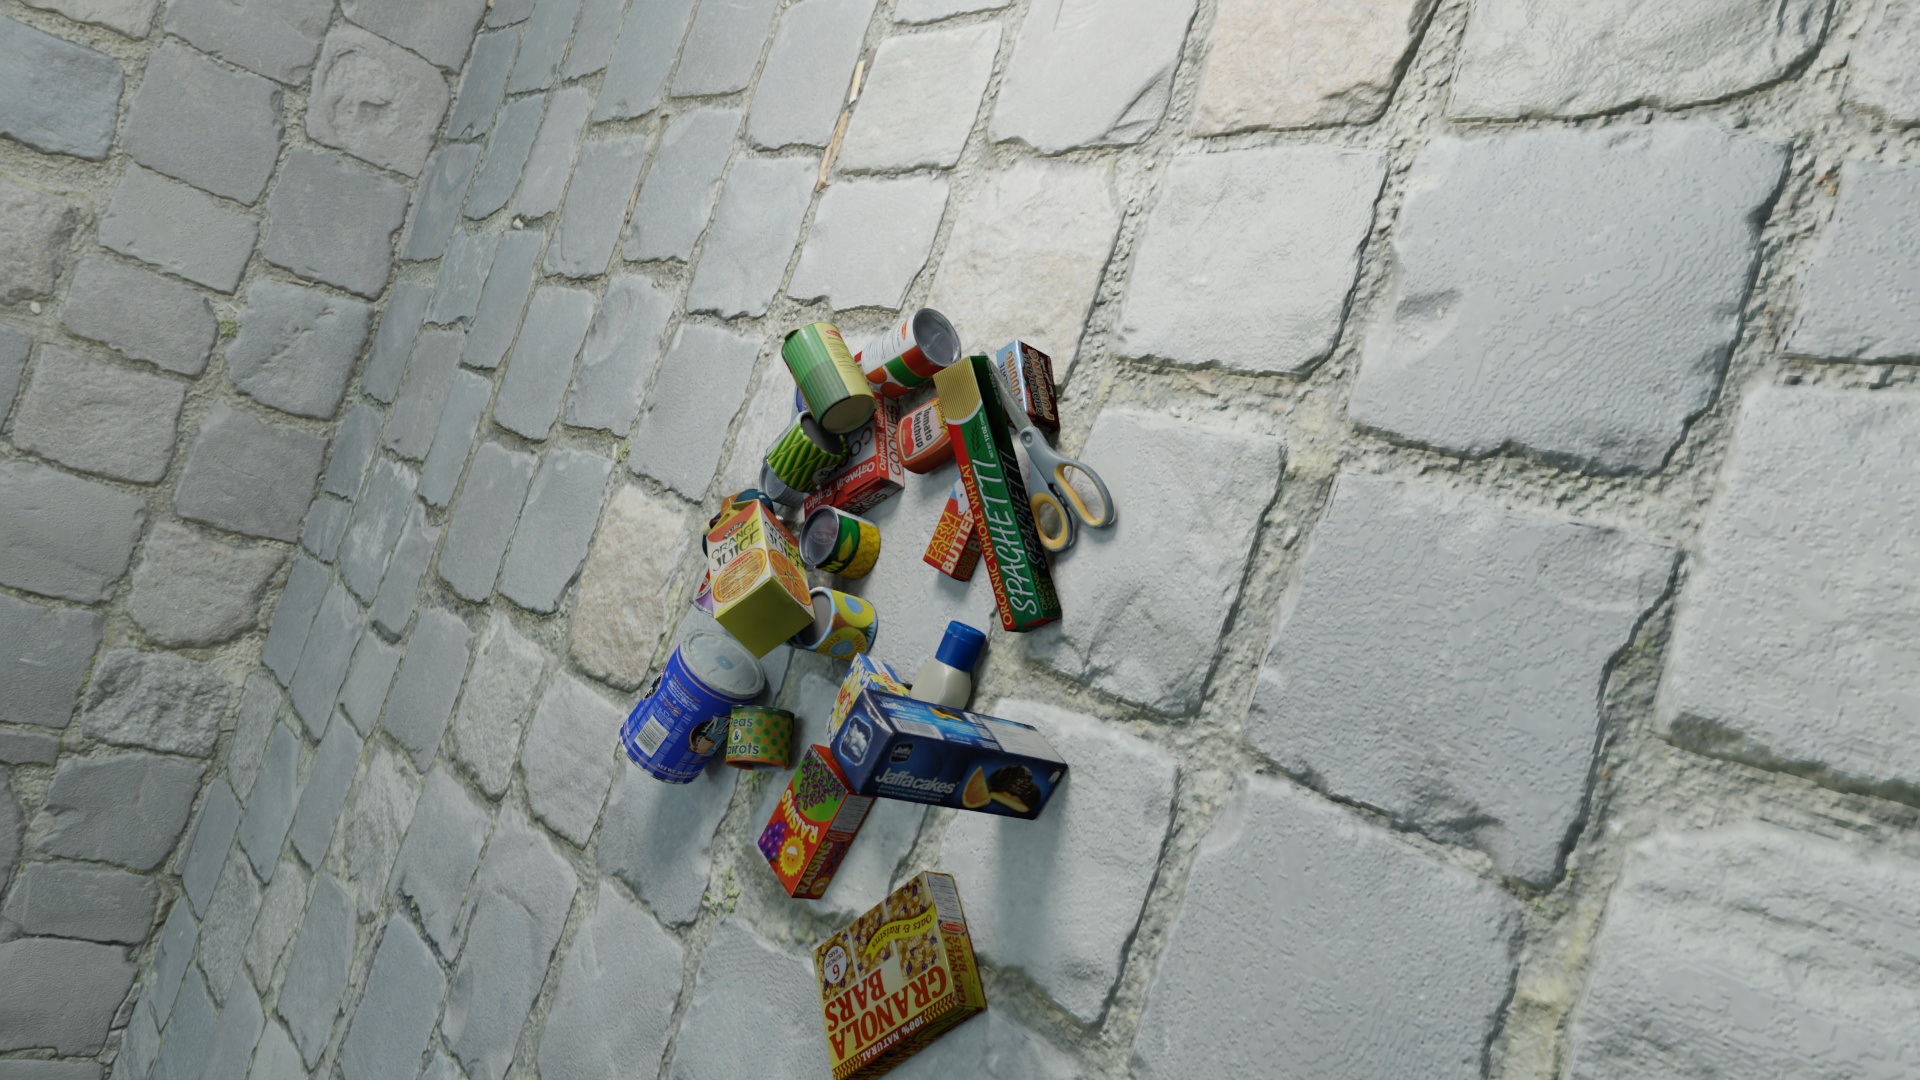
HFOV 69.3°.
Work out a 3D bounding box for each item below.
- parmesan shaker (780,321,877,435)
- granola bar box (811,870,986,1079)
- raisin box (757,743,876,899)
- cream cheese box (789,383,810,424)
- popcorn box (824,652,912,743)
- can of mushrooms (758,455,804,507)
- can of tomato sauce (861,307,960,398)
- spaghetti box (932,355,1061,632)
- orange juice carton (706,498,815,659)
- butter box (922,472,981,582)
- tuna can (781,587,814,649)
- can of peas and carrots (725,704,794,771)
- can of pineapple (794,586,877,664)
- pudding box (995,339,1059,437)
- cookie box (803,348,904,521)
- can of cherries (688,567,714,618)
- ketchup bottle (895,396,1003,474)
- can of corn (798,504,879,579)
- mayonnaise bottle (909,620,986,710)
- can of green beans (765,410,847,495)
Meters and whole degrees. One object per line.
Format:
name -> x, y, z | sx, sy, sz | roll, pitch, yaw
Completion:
parmesan shaker -> -0.138, -0.167, 1.437 | 0.071, 0.071, 0.103 | -44, 59, 28
granola bar box -> -0.057, 0.384, 1.215 | 0.165, 0.039, 0.125 | -42, 46, 29
raisin box -> -0.142, 0.275, 1.358 | 0.086, 0.040, 0.123 | 41, 106, 48
cream cheese box -> -0.157, -0.163, 1.508 | 0.053, 0.024, 0.104 | -16, 61, 45
popcorn box -> -0.089, 0.165, 1.310 | 0.085, 0.038, 0.127 | -66, 16, 3
can of mushrooms -> -0.197, -0.074, 1.572 | 0.071, 0.033, 0.071 | -21, 60, 43
can of tomato sauce -> -0.050, -0.191, 1.432 | 0.083, 0.071, 0.071 | -25, 57, 41
spaghetti box -> 0.032, -0.042, 1.240 | 0.050, 0.029, 0.250 | -24, 77, 41
orange juice carton -> -0.209, 0.027, 1.422 | 0.073, 0.071, 0.193 | -35, 33, 9
butter box -> 0.005, -0.017, 1.326 | 0.053, 0.024, 0.103 | 27, 95, 51
tuna can -> -0.170, 0.077, 1.450 | 0.033, 0.071, 0.071 | 8, 80, 48
can of peas and carrots -> -0.209, 0.205, 1.438 | 0.071, 0.071, 0.059 | -15, 64, 45
can of pineapple -> -0.126, 0.086, 1.404 | 0.071, 0.058, 0.071 | -22, 59, 42
pudding box -> 0.062, -0.140, 1.294 | 0.030, 0.049, 0.084 | -29, 54, 37
cookie box -> -0.119, -0.109, 1.493 | 0.122, 0.040, 0.168 | -29, 54, 38
can of cherries -> -0.261, 0.057, 1.560 | 0.071, 0.071, 0.058 | 28, 96, 50
ketchup bottle -> 0.000, -0.119, 1.360 | 0.148, 0.043, 0.065 | -27, 56, 39
can of corn -> -0.126, 0.005, 1.438 | 0.071, 0.058, 0.071 | -22, 59, 42
mayonnaise bottle -> -0.021, 0.147, 1.274 | 0.065, 0.041, 0.148 | 28, 94, 57
can of green beans -> -0.160, -0.093, 1.446 | 0.057, 0.071, 0.071 | -43, 46, 27
